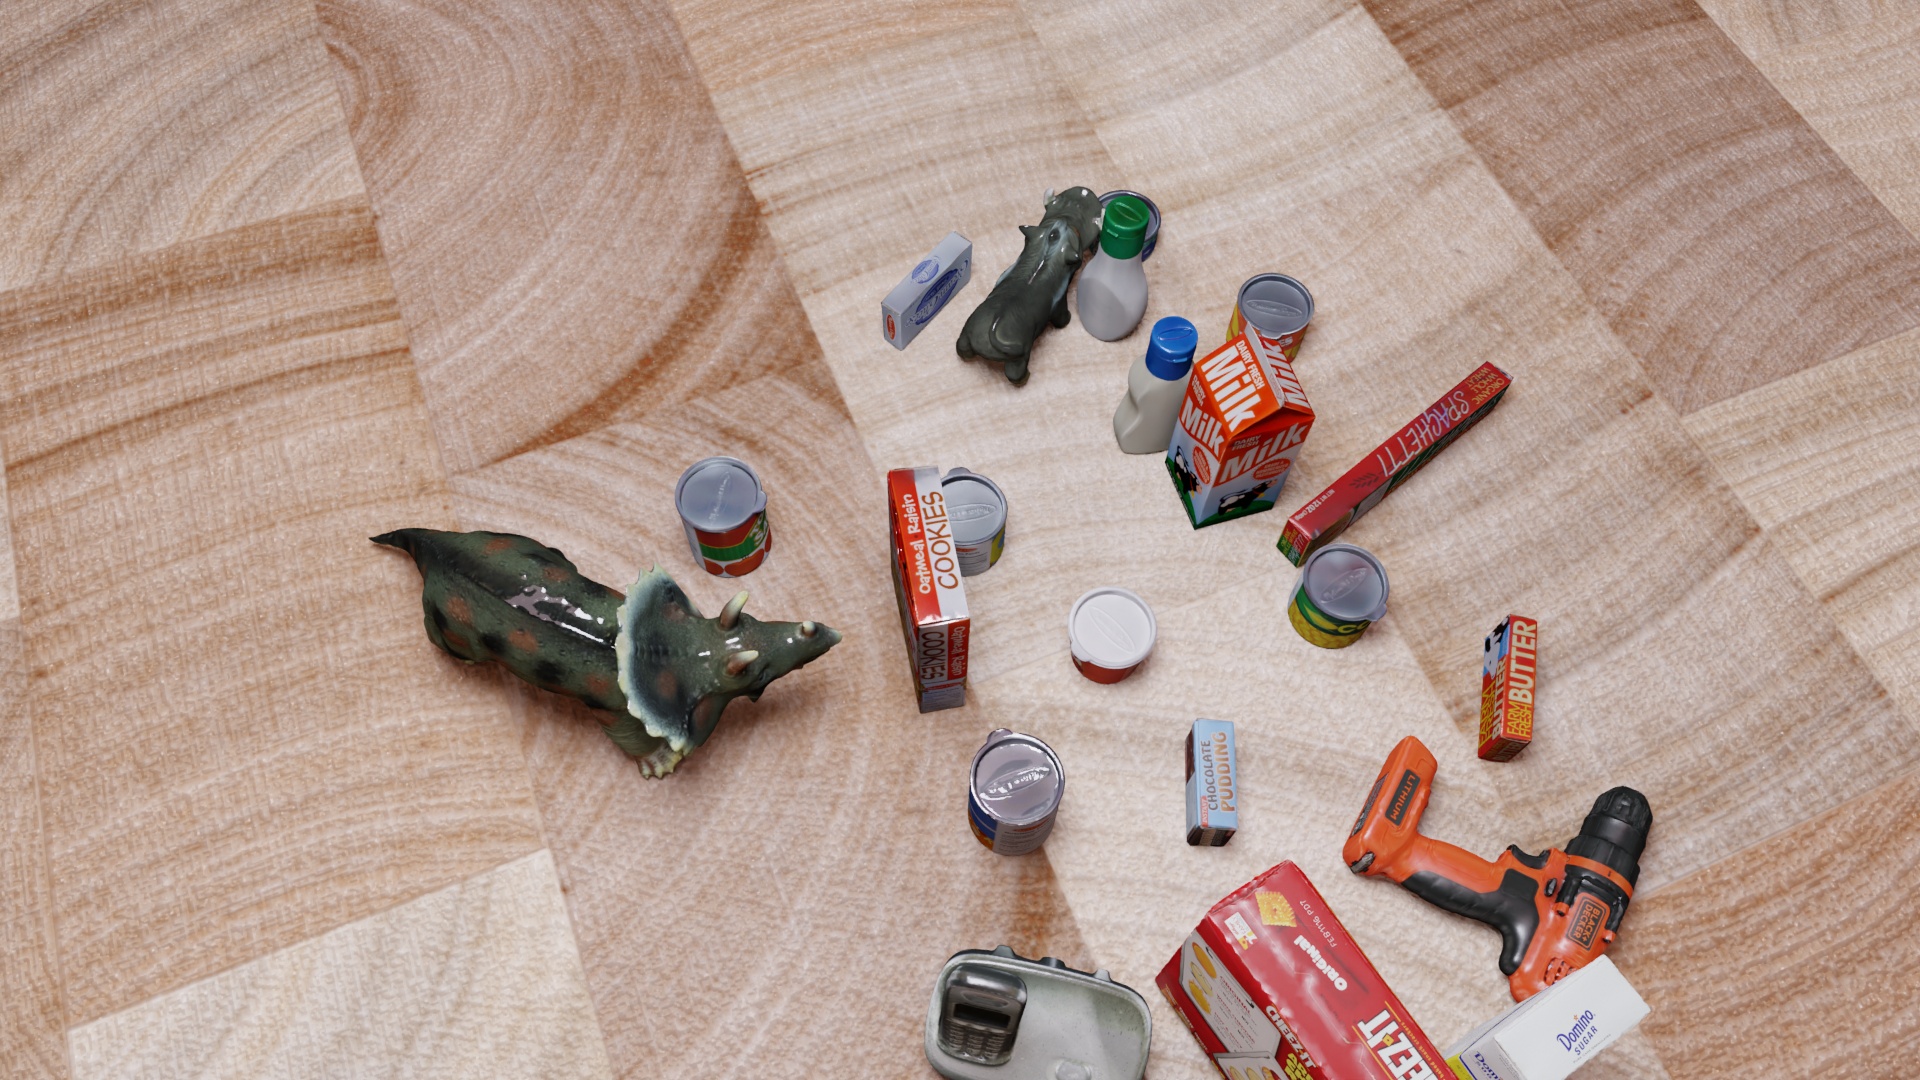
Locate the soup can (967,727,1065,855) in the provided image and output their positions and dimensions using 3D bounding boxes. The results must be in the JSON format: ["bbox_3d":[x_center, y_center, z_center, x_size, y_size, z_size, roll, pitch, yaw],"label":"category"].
[{"bbox_3d":[0.038,0.181,0.995,0.071,0.083,0.071,1,62,-1],"label":"soup can"}]

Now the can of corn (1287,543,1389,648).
[{"bbox_3d":[0.296,0.046,1.088,0.071,0.058,0.071,1,62,-1],"label":"can of corn"}]

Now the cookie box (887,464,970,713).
[{"bbox_3d":[-0.025,0.039,1.021,0.040,0.166,0.123,-10,63,-6],"label":"cookie box"}]

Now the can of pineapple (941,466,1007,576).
[{"bbox_3d":[0.004,-0.014,1.112,0.071,0.057,0.071,1,62,-1],"label":"can of pineapple"}]

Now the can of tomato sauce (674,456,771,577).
[{"bbox_3d":[-0.183,-0.017,1.094,0.071,0.082,0.071,1,62,-1],"label":"can of tomato sauce"}]

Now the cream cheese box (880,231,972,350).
[{"bbox_3d":[-0.030,-0.220,1.223,0.024,0.053,0.104,34,67,15],"label":"cream cheese box"}]

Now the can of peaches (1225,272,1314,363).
[{"bbox_3d":[0.268,-0.188,1.211,0.071,0.057,0.071,1,62,-1],"label":"can of peaches"}]

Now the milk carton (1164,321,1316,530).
[{"bbox_3d":[0.218,-0.088,1.082,0.073,0.189,0.072,-15,64,-9],"label":"milk carton"}]

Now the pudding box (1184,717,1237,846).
[{"bbox_3d":[0.183,0.177,1.020,0.030,0.049,0.084,3,62,0],"label":"pudding box"}]

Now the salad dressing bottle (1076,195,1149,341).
[{"bbox_3d":[0.133,-0.229,1.179,0.064,0.147,0.044,38,68,17],"label":"salad dressing bottle"}]

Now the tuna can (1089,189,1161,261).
[{"bbox_3d":[0.148,-0.284,1.273,0.071,0.032,0.071,1,62,-1],"label":"tuna can"}]

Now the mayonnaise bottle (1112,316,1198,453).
[{"bbox_3d":[0.163,-0.124,1.124,0.065,0.147,0.041,-11,63,-7],"label":"mayonnaise bottle"}]

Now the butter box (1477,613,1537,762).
[{"bbox_3d":[0.417,0.113,1.058,0.024,0.053,0.104,13,63,5],"label":"butter box"}]

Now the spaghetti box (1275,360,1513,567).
[{"bbox_3d":[0.362,-0.066,1.153,0.251,0.050,0.029,-36,69,-18],"label":"spaghetti box"}]

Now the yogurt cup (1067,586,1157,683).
[{"bbox_3d":[0.114,0.076,1.070,0.072,0.053,0.073,1,62,-1],"label":"yogurt cup"}]
